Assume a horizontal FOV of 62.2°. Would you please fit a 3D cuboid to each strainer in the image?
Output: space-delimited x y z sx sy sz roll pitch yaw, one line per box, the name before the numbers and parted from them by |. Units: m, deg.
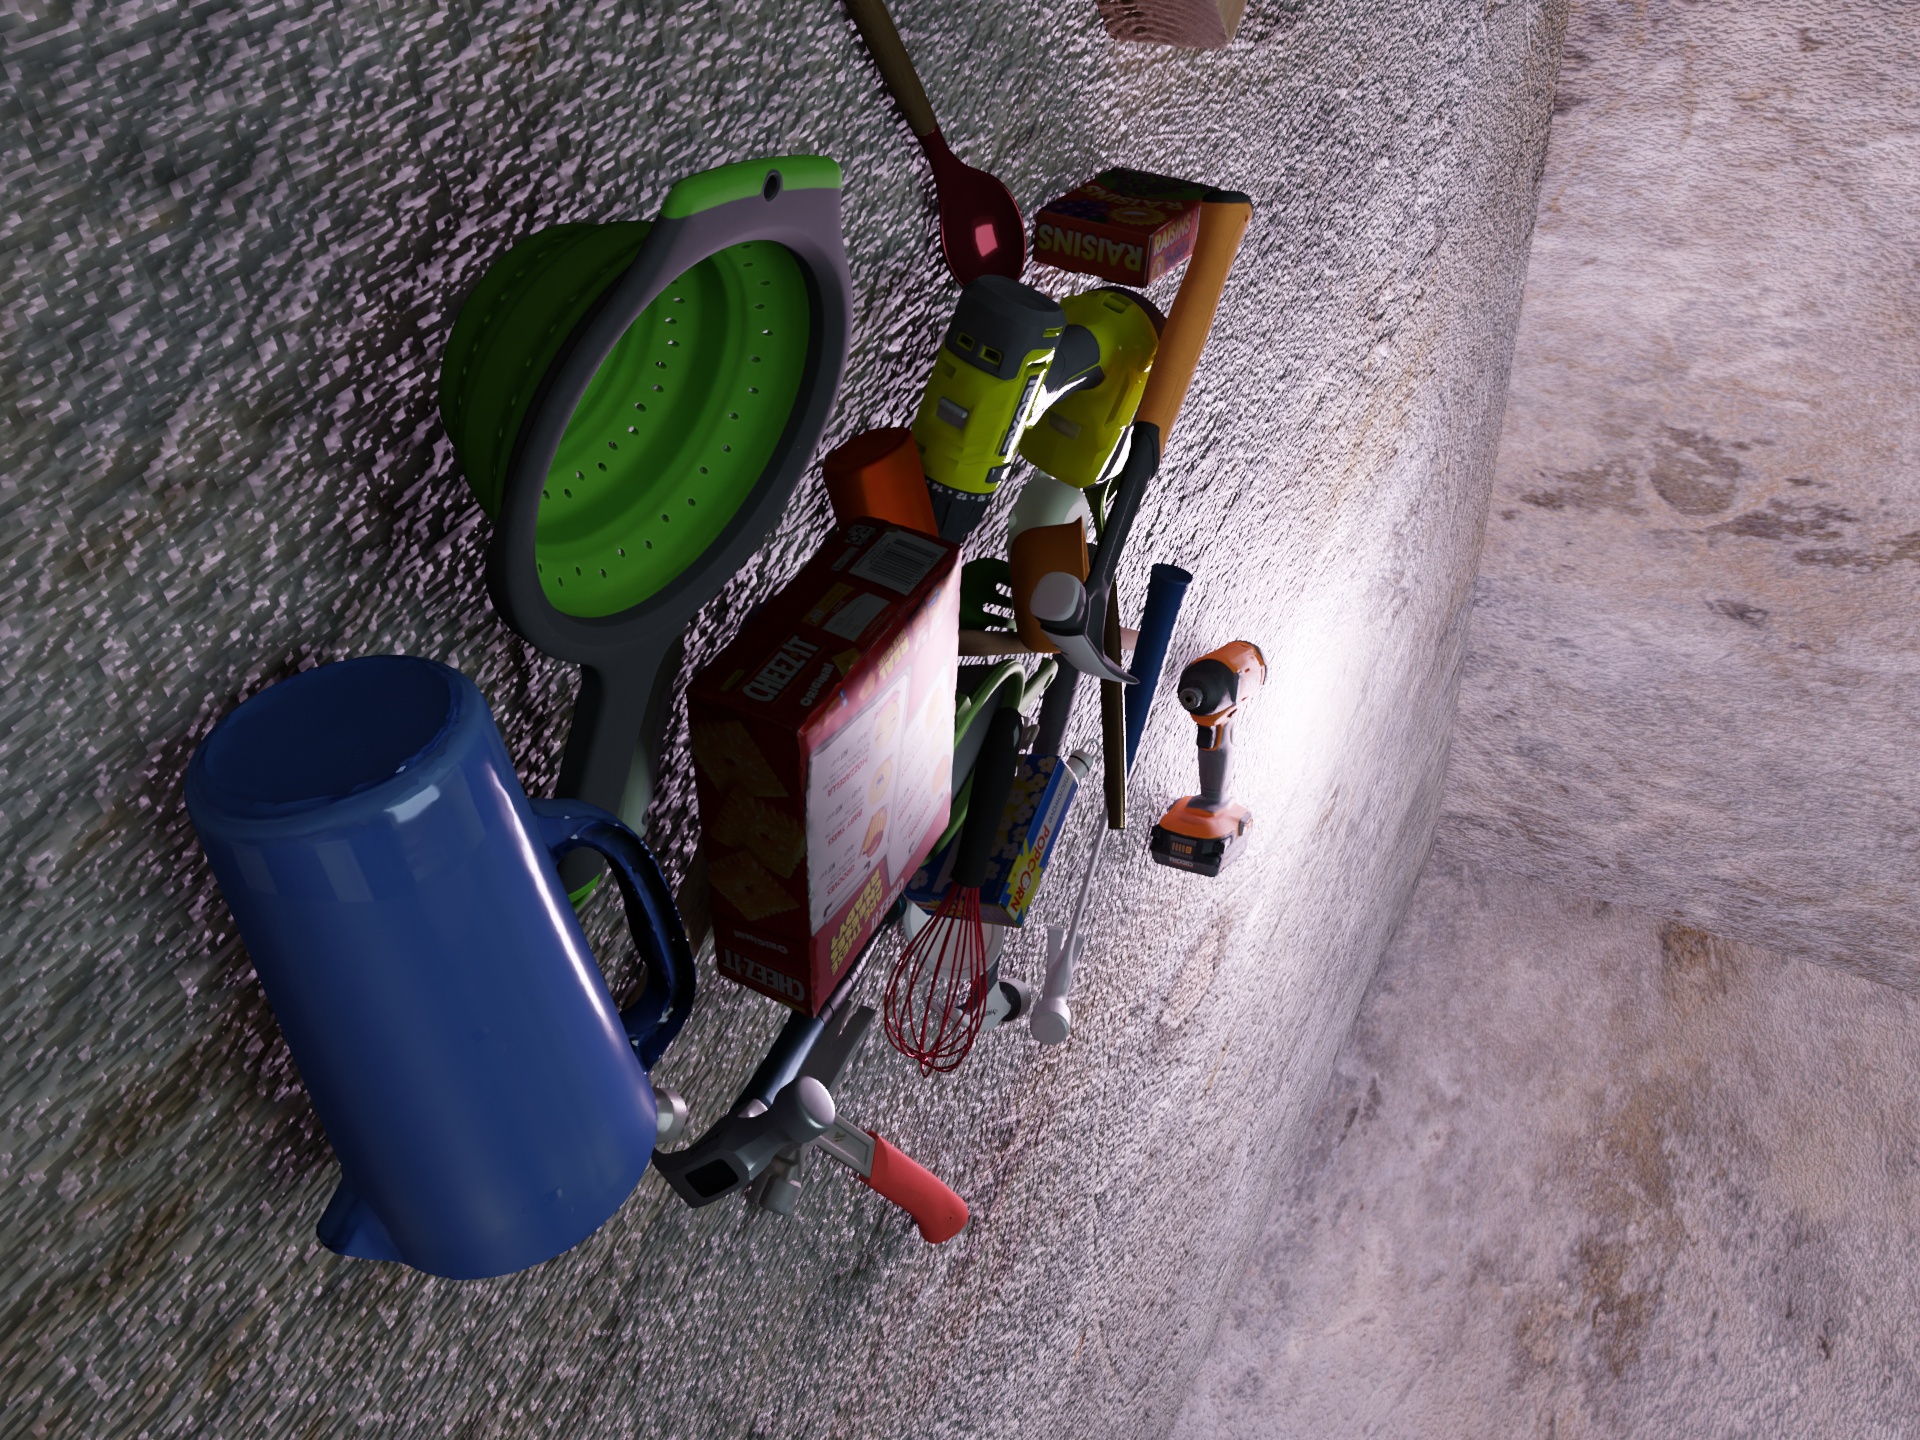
strainer | 0.032 0.105 1.210 0.258 0.087 0.050 -48 -169 -25
strainer | -0.002 -0.003 1.082 0.256 0.069 0.151 -45 158 -59

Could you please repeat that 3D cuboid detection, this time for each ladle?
ladle | 0.124 -0.078 1.200 0.078 0.062 0.320 72 17 -80
ladle | -0.028 -0.339 0.861 0.069 0.031 0.315 -63 152 -13

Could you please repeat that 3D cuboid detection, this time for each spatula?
spatula | -0.030 -0.051 1.007 0.315 0.018 0.059 -3 108 -55

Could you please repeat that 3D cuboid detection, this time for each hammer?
hammer | 0.058 0.057 1.285 0.149 0.036 0.409 3 102 -64
hammer | -0.087 0.174 0.935 0.128 0.033 0.331 -36 -173 20
hammer | -0.055 0.335 1.220 0.149 0.037 0.358 -64 154 -19
hammer | 0.122 0.064 1.310 0.144 0.035 0.405 -68 172 -66
hammer | 0.129 -0.191 1.027 0.127 0.034 0.337 43 64 -59
hammer | -0.134 0.073 0.875 0.331 0.031 0.130 -67 154 -8

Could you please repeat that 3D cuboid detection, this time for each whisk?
whisk | -0.144 -0.053 0.777 0.058 0.059 0.246 -88 -169 -73
whisk | 0.001 0.120 1.059 0.073 0.073 0.295 -35 144 -54

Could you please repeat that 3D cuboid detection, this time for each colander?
colander | -0.167 -0.069 0.688 0.204 0.094 0.396 -37 155 -53

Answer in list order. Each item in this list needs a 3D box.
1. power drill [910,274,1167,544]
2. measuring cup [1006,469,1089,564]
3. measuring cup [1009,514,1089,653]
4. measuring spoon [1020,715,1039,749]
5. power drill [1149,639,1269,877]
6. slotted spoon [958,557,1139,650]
power drill | 0.041 -0.191 1.024 0.228 0.080 0.190 -30 148 -55
measuring cup | 0.079 -0.183 1.169 0.083 0.038 0.167 -1 108 -65
measuring cup | 0.065 -0.092 1.116 0.173 0.052 0.095 -45 129 -83
measuring spoon | 0.042 0.009 1.183 0.034 0.018 0.124 -63 -176 -3
power drill | 0.254 0.040 1.636 0.164 0.084 0.226 -23 122 -58
slotted spoon | 0.083 -0.072 1.208 0.313 0.031 0.070 5 100 -58
